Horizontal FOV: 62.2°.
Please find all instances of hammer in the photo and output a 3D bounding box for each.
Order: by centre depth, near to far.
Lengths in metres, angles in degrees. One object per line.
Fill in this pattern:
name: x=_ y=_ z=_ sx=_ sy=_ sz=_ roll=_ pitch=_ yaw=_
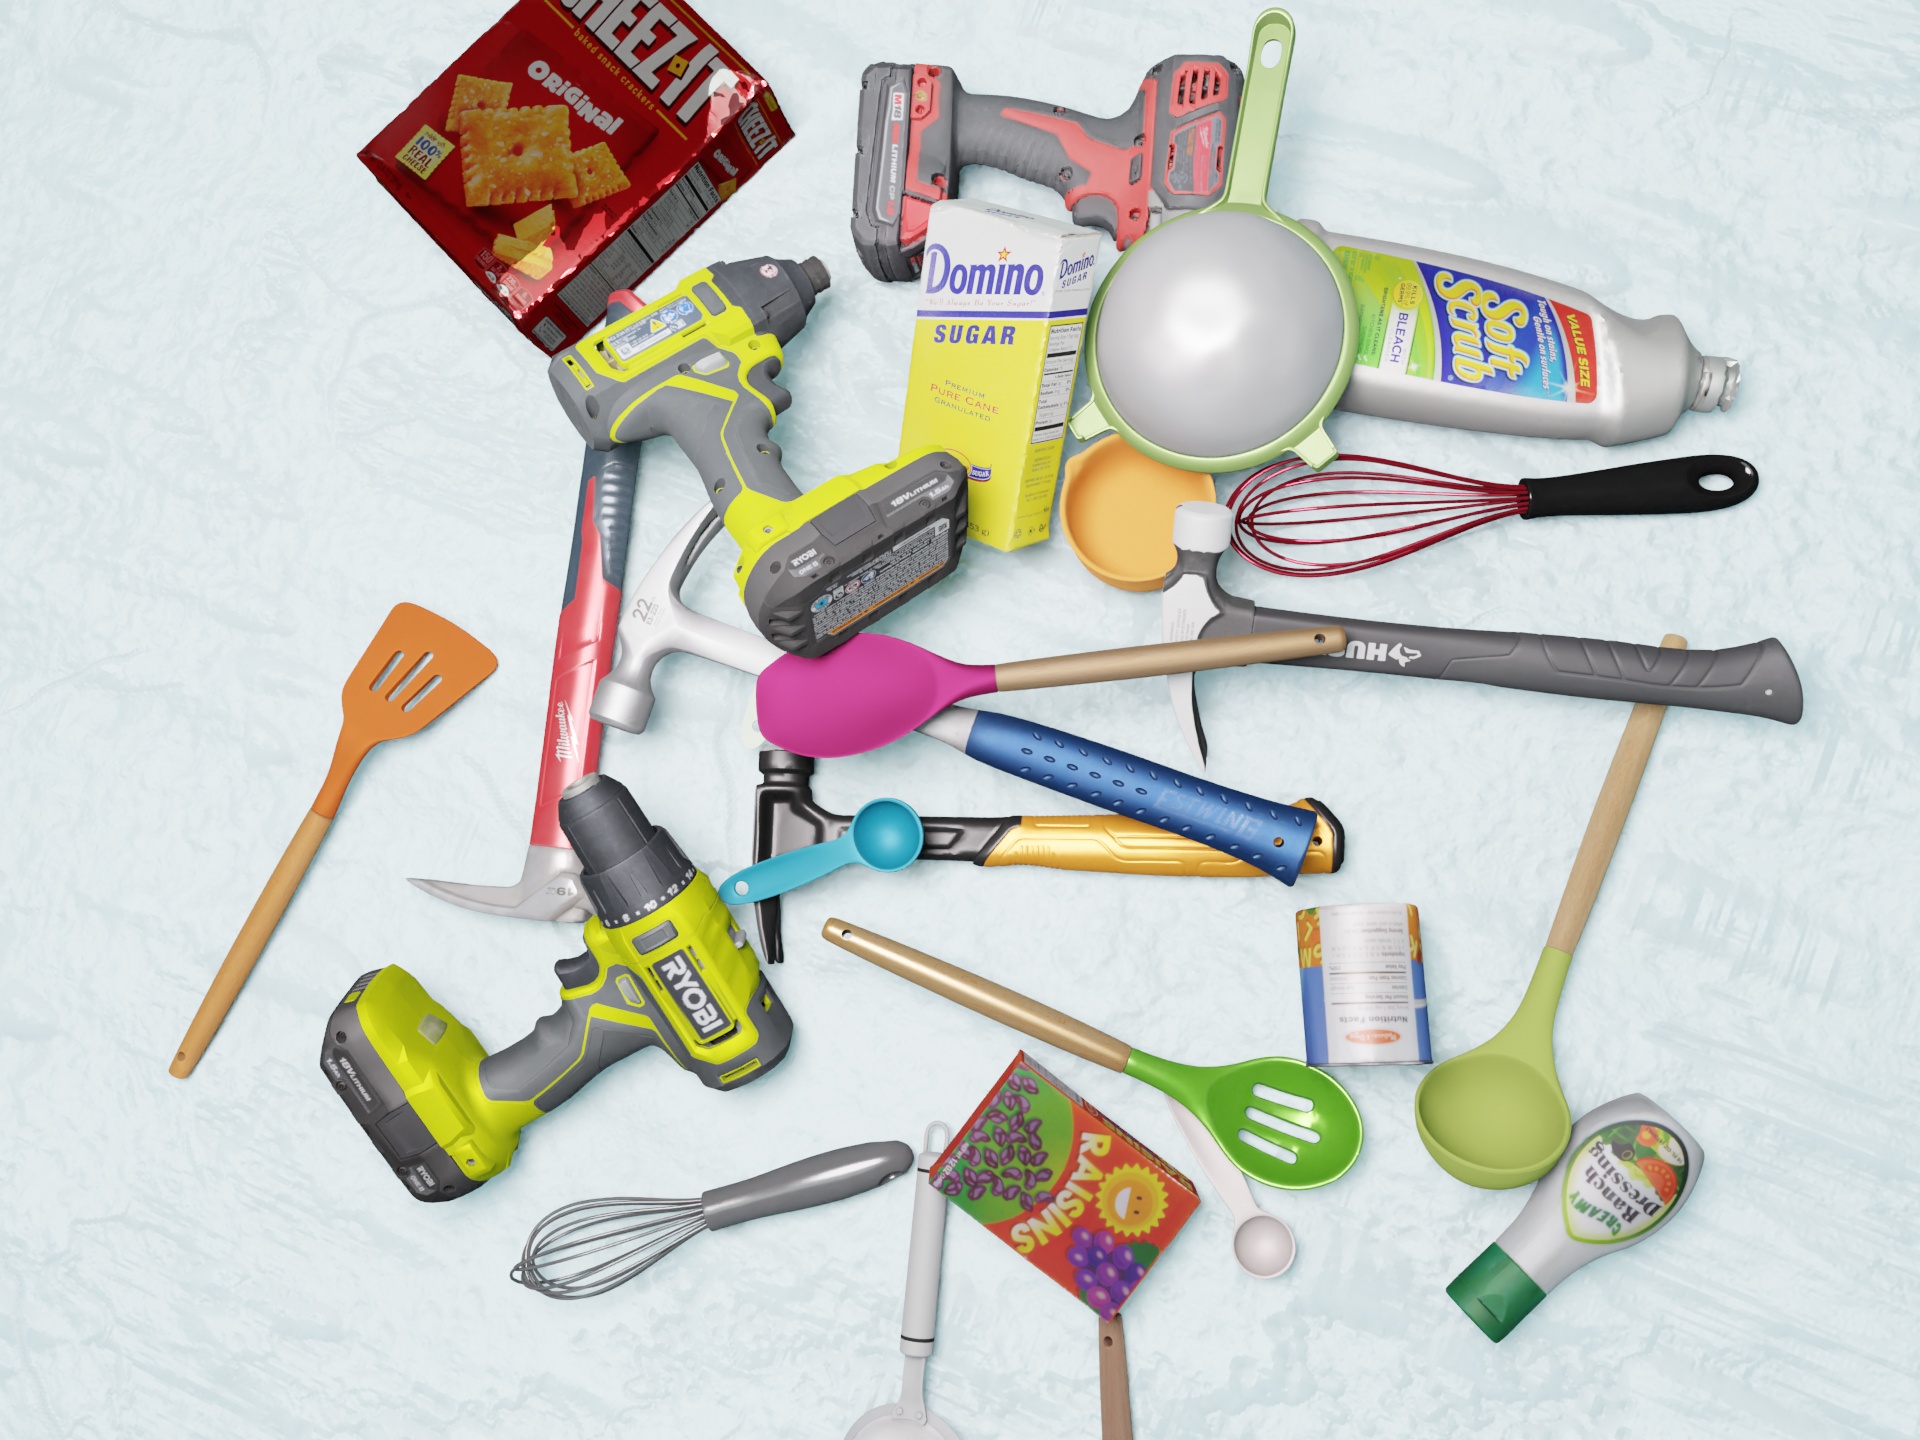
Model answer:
hammer: x=0.274 y=-0.029 z=0.854 sx=0.335 sy=0.035 sz=0.146 roll=7 pitch=112 yaw=8
hammer: x=-0.001 y=-0.003 z=0.886 sx=0.405 sy=0.035 sz=0.144 roll=19 pitch=86 yaw=10
hammer: x=0.046 y=0.077 z=0.906 sx=0.337 sy=0.034 sz=0.127 roll=0 pitch=81 yaw=9
hammer: x=-0.239 y=-0.073 z=0.969 sx=0.143 sy=0.038 sz=0.386 roll=5 pitch=83 yaw=11

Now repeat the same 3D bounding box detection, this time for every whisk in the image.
whisk: x=0.294 y=-0.123 z=0.886 sx=0.296 sy=0.073 sz=0.073 roll=-5 pitch=82 yaw=2
whisk: x=-0.141 y=0.280 z=0.903 sx=0.239 sy=0.055 sz=0.055 roll=-17 pitch=80 yaw=1

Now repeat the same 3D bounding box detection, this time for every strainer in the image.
strainer: x=0.145 y=-0.264 z=0.851 sx=0.151 sy=0.069 sz=0.256 roll=11 pitch=90 yaw=17
strainer: x=-0.027 y=0.353 z=0.878 sx=0.087 sy=0.050 sz=0.258 roll=1 pitch=79 yaw=23

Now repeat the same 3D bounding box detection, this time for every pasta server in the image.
pasta server: x=0.087 y=0.481 z=0.842 sx=0.060 sy=0.040 sz=0.316 roll=-6 pitch=80 yaw=19

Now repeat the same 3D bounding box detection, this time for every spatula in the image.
spatula: x=-0.400 y=0.078 z=0.982 sx=0.081 sy=0.041 sz=0.322 roll=30 pitch=92 yaw=11

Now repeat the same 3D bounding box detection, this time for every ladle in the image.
ladle: x=0.328 y=0.096 z=0.850 sx=0.078 sy=0.062 sz=0.320 roll=20 pitch=82 yaw=30

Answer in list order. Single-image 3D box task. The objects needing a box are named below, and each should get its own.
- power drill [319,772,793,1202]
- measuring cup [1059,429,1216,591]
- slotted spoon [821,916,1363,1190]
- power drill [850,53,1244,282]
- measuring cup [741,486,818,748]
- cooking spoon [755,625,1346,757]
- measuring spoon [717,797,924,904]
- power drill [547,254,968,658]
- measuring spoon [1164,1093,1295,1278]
power drill: x=-0.233 y=0.151 z=0.891 sx=0.228 sy=0.080 sz=0.190 roll=-28 pitch=105 yaw=5
measuring cup: x=0.127 y=-0.152 z=0.916 sx=0.095 sy=0.052 sz=0.173 roll=34 pitch=87 yaw=13
slotted spoon: x=0.068 y=0.174 z=0.876 sx=0.314 sy=0.031 sz=0.070 roll=23 pitch=73 yaw=5
power drill: x=0.054 y=-0.295 z=0.937 sx=0.226 sy=0.080 sz=0.188 roll=4 pitch=90 yaw=5
measuring cup: x=-0.088 y=-0.059 z=0.945 sx=0.083 sy=0.038 sz=0.167 roll=24 pitch=89 yaw=10
cooking spoon: x=0.045 y=-0.025 z=0.855 sx=0.319 sy=0.017 sz=0.069 roll=-6 pitch=77 yaw=7
measuring spoon: x=-0.078 y=0.078 z=0.902 sx=0.128 sy=0.021 sz=0.042 roll=-21 pitch=89 yaw=14
power drill: x=-0.100 y=-0.159 z=0.879 sx=0.171 sy=0.080 sz=0.223 roll=-33 pitch=68 yaw=-15
measuring spoon: x=0.145 y=0.248 z=0.880 sx=0.034 sy=0.018 sz=0.124 roll=-27 pitch=72 yaw=-2
